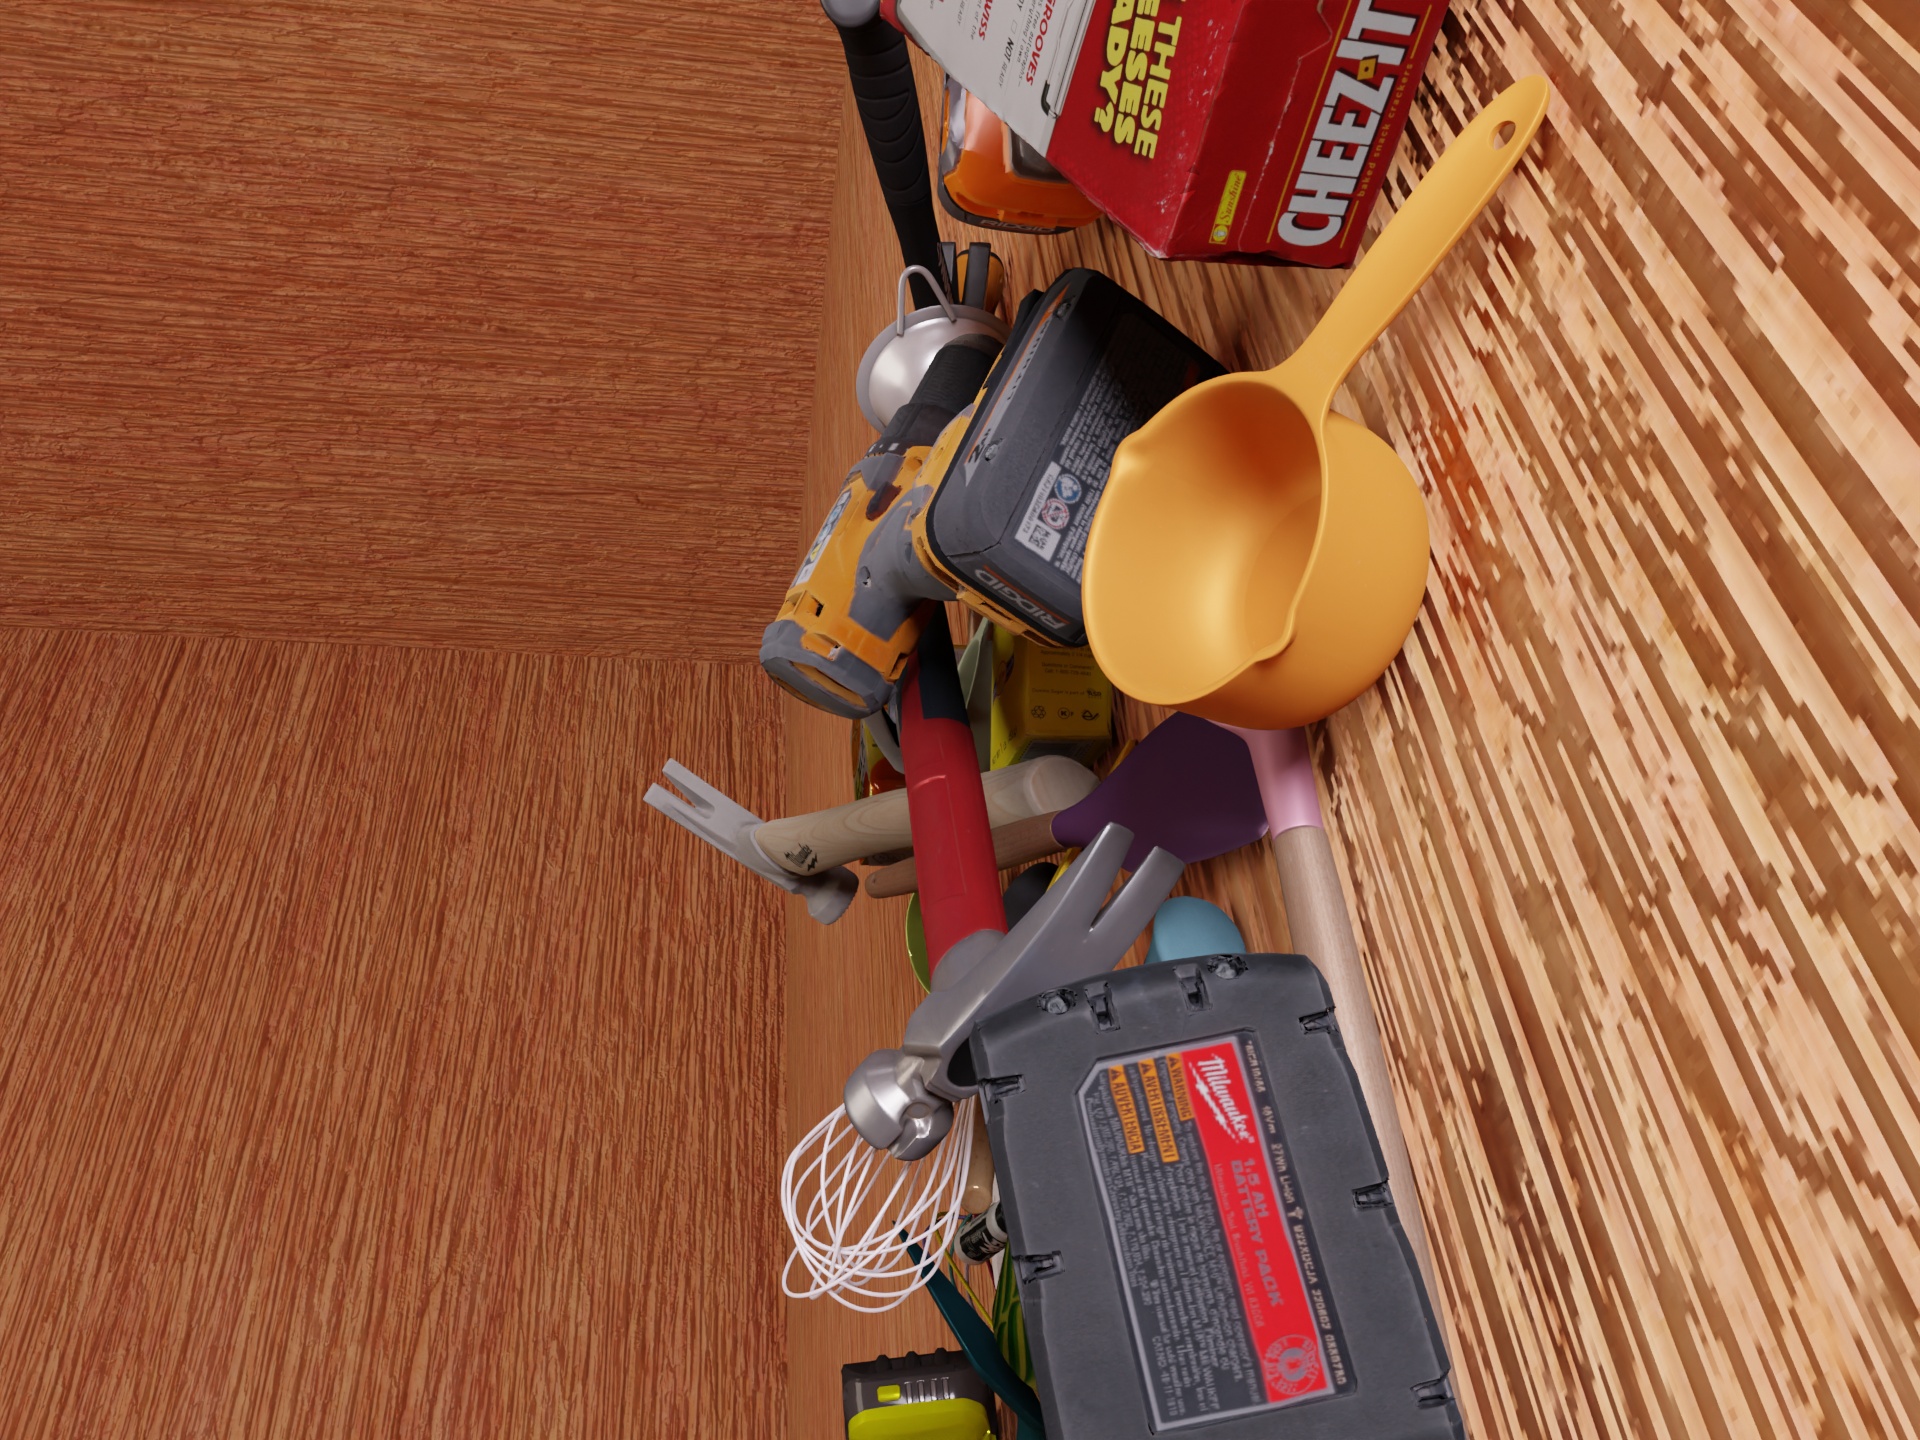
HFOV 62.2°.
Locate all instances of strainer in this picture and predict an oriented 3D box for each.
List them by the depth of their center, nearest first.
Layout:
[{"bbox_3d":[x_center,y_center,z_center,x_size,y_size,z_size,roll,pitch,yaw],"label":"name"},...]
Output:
[{"bbox_3d":[0.004,-0.126,0.842,0.258,0.087,0.050,72,-176,-56],"label":"strainer"}]

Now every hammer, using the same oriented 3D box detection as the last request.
[{"bbox_3d":[0.052,0.158,0.652,0.330,0.033,0.128,107,164,-56],"label":"hammer"},{"bbox_3d":[-0.001,-0.002,0.671,0.143,0.038,0.387,-50,24,21],"label":"hammer"},{"bbox_3d":[-0.023,-0.258,0.784,0.334,0.035,0.146,70,-155,-69],"label":"hammer"},{"bbox_3d":[-0.052,0.051,0.839,0.038,0.146,0.410,-60,17,-20],"label":"hammer"},{"bbox_3d":[-0.010,-0.137,0.962,0.127,0.034,0.337,61,-145,-70],"label":"hammer"}]

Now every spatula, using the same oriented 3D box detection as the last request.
[{"bbox_3d":[0.030,0.044,0.630,0.316,0.018,0.060,-27,50,60],"label":"spatula"},{"bbox_3d":[0.017,0.345,0.653,0.082,0.044,0.317,-140,41,-59],"label":"spatula"}]

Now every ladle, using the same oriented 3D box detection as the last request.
[{"bbox_3d":[-0.003,0.149,0.771,0.320,0.062,0.078,-85,5,-77],"label":"ladle"}]

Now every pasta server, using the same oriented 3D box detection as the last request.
[{"bbox_3d":[0.091,0.054,0.429,0.060,0.040,0.317,-38,45,39],"label":"pasta server"}]

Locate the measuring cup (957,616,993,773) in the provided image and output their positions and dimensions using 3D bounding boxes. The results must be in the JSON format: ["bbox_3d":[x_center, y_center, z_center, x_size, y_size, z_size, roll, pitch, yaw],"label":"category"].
[{"bbox_3d":[0.030,-0.047,0.872,0.083,0.038,0.167,-118,48,-77],"label":"measuring cup"}]

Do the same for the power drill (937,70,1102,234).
[{"bbox_3d":[0.053,-0.296,0.643,0.226,0.084,0.164,-164,77,-76],"label":"power drill"}]

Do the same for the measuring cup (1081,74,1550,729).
[{"bbox_3d":[0.101,-0.073,0.401,0.173,0.052,0.095,-55,38,23],"label":"measuring cup"}]

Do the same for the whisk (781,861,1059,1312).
[{"bbox_3d":[0.000,0.134,0.660,0.285,0.070,0.070,-52,-26,-58],"label":"whisk"}]

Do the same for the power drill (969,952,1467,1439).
[{"bbox_3d":[0.053,0.146,0.410,0.219,0.078,0.143,83,175,-61],"label":"power drill"}]

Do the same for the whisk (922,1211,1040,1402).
[{"bbox_3d":[0.031,0.294,0.744,0.047,0.051,0.245,59,176,-18],"label":"whisk"}]

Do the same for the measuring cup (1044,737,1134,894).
[{"bbox_3d":[0.048,0.073,0.629,0.157,0.029,0.062,-61,-2,-28],"label":"measuring cup"}]

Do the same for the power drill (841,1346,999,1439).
[{"bbox_3d":[-0.011,0.433,0.771,0.171,0.080,0.223,85,177,-46],"label":"power drill"}]

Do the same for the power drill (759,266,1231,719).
[{"bbox_3d":[0.011,-0.099,0.629,0.226,0.084,0.185,-14,47,63],"label":"power drill"}]

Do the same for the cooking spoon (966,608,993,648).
[{"bbox_3d":[0.012,-0.049,0.971,0.069,0.017,0.319,-41,-46,-75],"label":"cooking spoon"}]
